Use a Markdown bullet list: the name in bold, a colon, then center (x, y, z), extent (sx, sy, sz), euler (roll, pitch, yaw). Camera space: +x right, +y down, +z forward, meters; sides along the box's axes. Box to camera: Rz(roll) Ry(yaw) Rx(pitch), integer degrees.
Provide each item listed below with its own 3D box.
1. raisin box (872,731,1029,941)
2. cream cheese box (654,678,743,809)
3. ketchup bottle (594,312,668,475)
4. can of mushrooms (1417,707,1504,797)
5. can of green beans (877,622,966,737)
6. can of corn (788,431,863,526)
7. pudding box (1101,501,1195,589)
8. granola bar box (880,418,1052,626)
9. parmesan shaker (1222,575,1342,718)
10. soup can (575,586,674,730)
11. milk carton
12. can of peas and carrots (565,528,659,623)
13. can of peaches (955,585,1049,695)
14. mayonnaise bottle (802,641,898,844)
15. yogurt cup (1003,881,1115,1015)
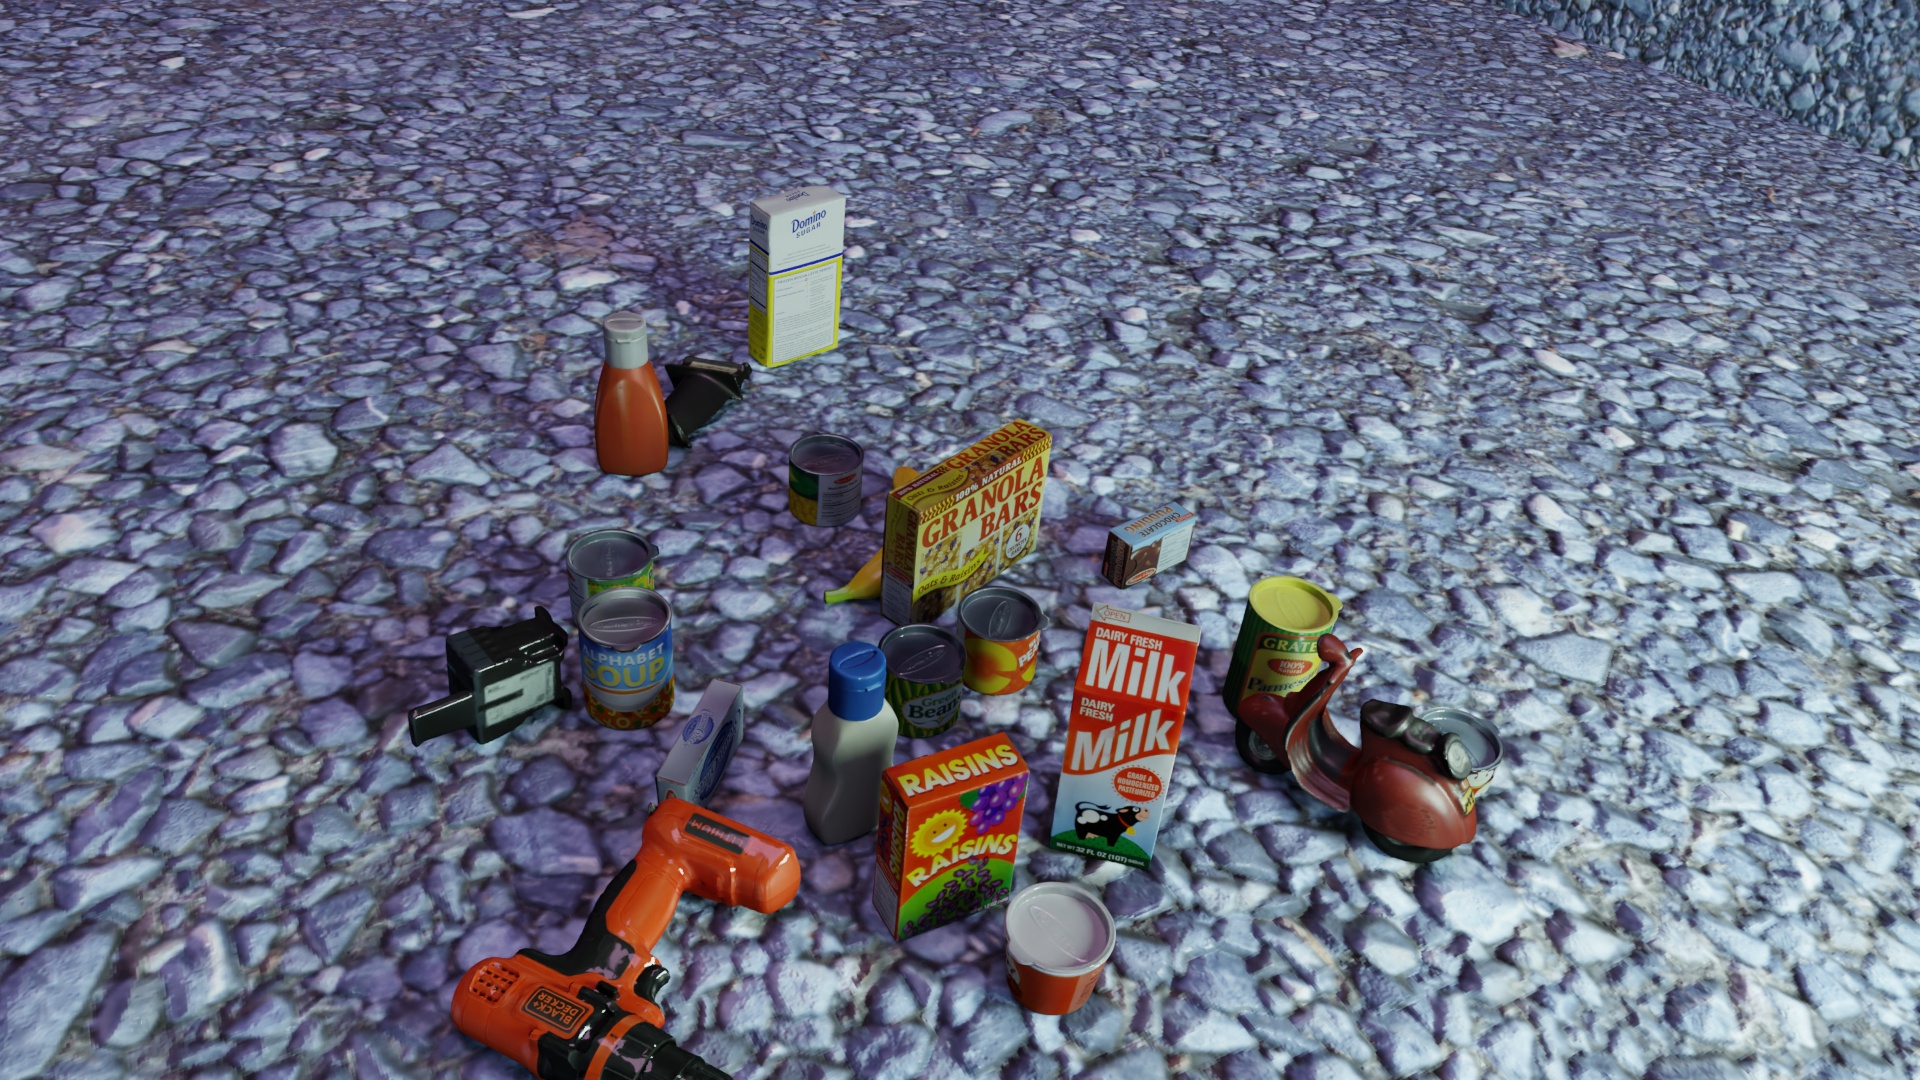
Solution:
- **raisin box**: center (-0.007, 0.186, 0.873), extent (0.086, 0.122, 0.040), euler (-13, 40, -24)
- **cream cheese box**: center (-0.179, 0.149, 0.957), extent (0.024, 0.053, 0.104), euler (12, 37, 8)
- **ketchup bottle**: center (-0.295, -0.129, 1.235), extent (0.065, 0.148, 0.044), euler (-1, 37, -10)
- **can of mushrooms**: center (0.371, 0.159, 1.040), extent (0.071, 0.033, 0.071), euler (4, 36, -3)
- **can of green beans**: center (-0.031, 0.104, 1.035), extent (0.071, 0.057, 0.071), euler (4, 36, -3)
- **can of corn**: center (-0.121, -0.055, 1.237), extent (0.071, 0.058, 0.071), euler (4, 36, -3)
- **pudding box**: center (0.164, 0.004, 1.207), extent (0.084, 0.049, 0.030), euler (-23, 45, -33)
- **granola bar box**: center (0.004, -0.014, 1.145), extent (0.039, 0.123, 0.166), euler (30, 42, 29)
- **parmesan shaker**: center (0.245, 0.087, 1.061), extent (0.071, 0.102, 0.072), euler (4, 36, -3)
- **soup can**: center (-0.241, 0.087, 1.005), extent (0.071, 0.083, 0.072), euler (4, 36, -3)
- **milk carton**: center (0.109, 0.122, 0.920), extent (0.072, 0.189, 0.074), euler (12, 37, 8)
- **can of peas and carrots**: center (-0.273, 0.033, 1.096), extent (0.071, 0.058, 0.071), euler (4, 36, -3)
- **can of peaches**: center (0.031, 0.078, 1.079), extent (0.071, 0.057, 0.071), euler (4, 36, -3)
- **mayonnaise bottle**: center (-0.071, 0.133, 0.915), extent (0.065, 0.147, 0.041), euler (-21, 44, -32)
- **yogurt cup**: center (0.058, 0.252, 0.851), extent (0.072, 0.053, 0.073), euler (4, 36, -3)
